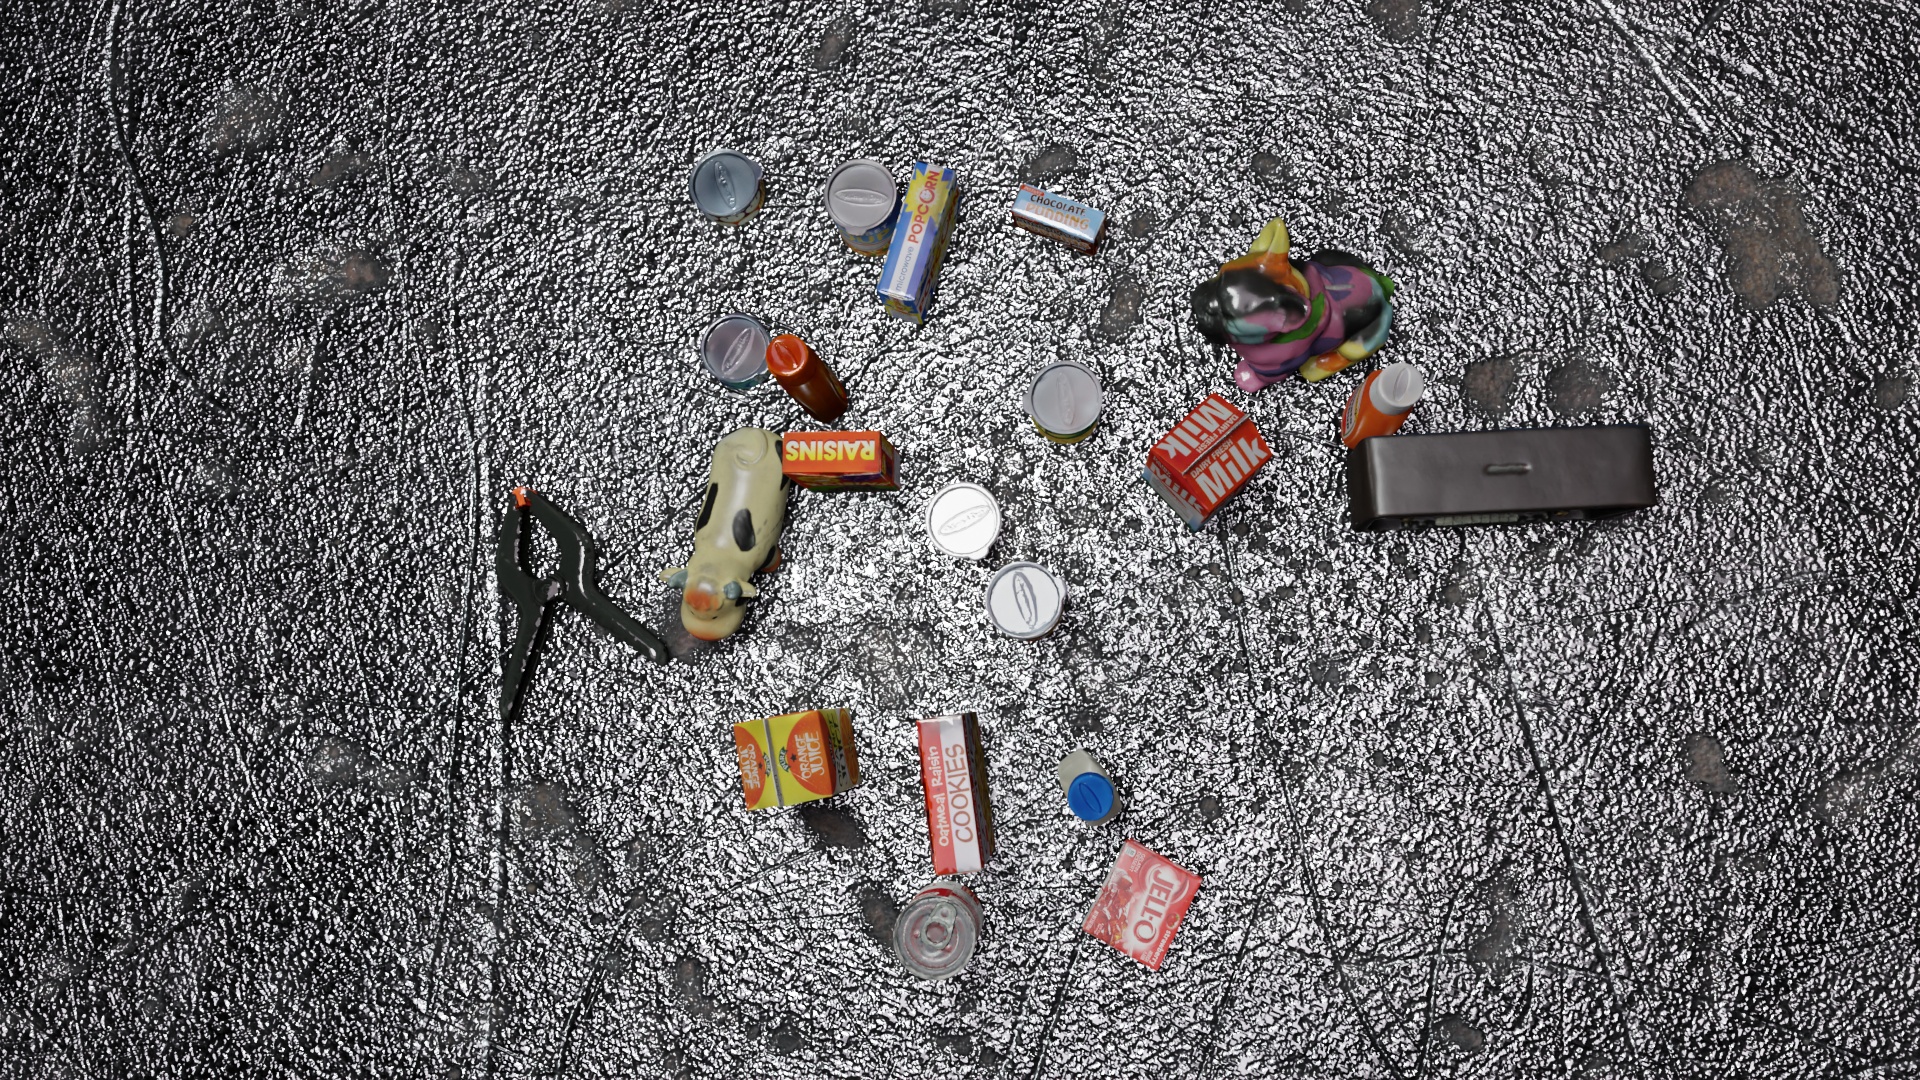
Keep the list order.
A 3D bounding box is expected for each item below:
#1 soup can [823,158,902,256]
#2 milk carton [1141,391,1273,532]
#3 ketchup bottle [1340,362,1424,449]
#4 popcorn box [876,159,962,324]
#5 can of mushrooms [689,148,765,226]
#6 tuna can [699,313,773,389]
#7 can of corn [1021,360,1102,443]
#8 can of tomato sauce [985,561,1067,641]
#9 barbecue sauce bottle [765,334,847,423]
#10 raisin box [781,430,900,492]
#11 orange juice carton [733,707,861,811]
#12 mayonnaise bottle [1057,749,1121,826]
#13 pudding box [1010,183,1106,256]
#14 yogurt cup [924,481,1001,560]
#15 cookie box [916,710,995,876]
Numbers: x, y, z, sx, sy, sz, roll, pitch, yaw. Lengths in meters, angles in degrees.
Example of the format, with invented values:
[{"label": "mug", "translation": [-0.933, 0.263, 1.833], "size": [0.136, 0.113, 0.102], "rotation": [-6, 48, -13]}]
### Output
[{"label": "soup can", "translation": [-0.086, -0.301, 1.274], "size": [0.071, 0.083, 0.071], "rotation": [-1, 84, 5]}, {"label": "milk carton", "translation": [0.206, -0.066, 1.167], "size": [0.072, 0.190, 0.073], "rotation": [-42, 82, 0]}, {"label": "ketchup bottle", "translation": [0.359, -0.117, 1.181], "size": [0.043, 0.148, 0.065], "rotation": [16, 85, 7]}, {"label": "popcorn box", "translation": [-0.037, -0.269, 1.265], "size": [0.038, 0.085, 0.127], "rotation": [16, 85, 7]}, {"label": "can of mushrooms", "translation": [-0.218, -0.334, 1.314], "size": [0.071, 0.033, 0.071], "rotation": [-1, 83, 5]}, {"label": "tuna can", "translation": [-0.204, -0.175, 1.295], "size": [0.071, 0.033, 0.071], "rotation": [-1, 83, 5]}, {"label": "can of corn", "translation": [0.092, -0.123, 1.250], "size": [0.071, 0.058, 0.071], "rotation": [-1, 84, 5]}, {"label": "can of tomato sauce", "translation": [0.059, 0.054, 1.219], "size": [0.071, 0.083, 0.071], "rotation": [-1, 84, 5]}, {"label": "barbecue sauce bottle", "translation": [-0.139, -0.146, 1.227], "size": [0.043, 0.148, 0.065], "rotation": [-38, 82, 0]}, {"label": "raisin box", "translation": [-0.103, -0.068, 1.228], "size": [0.086, 0.123, 0.040], "rotation": [0, 84, 5]}, {"label": "orange juice carton", "translation": [-0.138, 0.181, 1.166], "size": [0.073, 0.192, 0.072], "rotation": [-11, 83, 4]}, {"label": "mayonnaise bottle", "translation": [0.108, 0.210, 1.164], "size": [0.041, 0.148, 0.065], "rotation": [-35, 82, 1]}, {"label": "pudding box", "translation": [0.091, -0.294, 1.275], "size": [0.084, 0.049, 0.030], "rotation": [23, 86, 7]}, {"label": "yogurt cup", "translation": [0.004, -0.016, 1.247], "size": [0.072, 0.054, 0.072], "rotation": [-1, 83, 5]}, {"label": "cookie box", "translation": [-0.003, 0.207, 1.164], "size": [0.040, 0.167, 0.123], "rotation": [-9, 83, 4]}]
